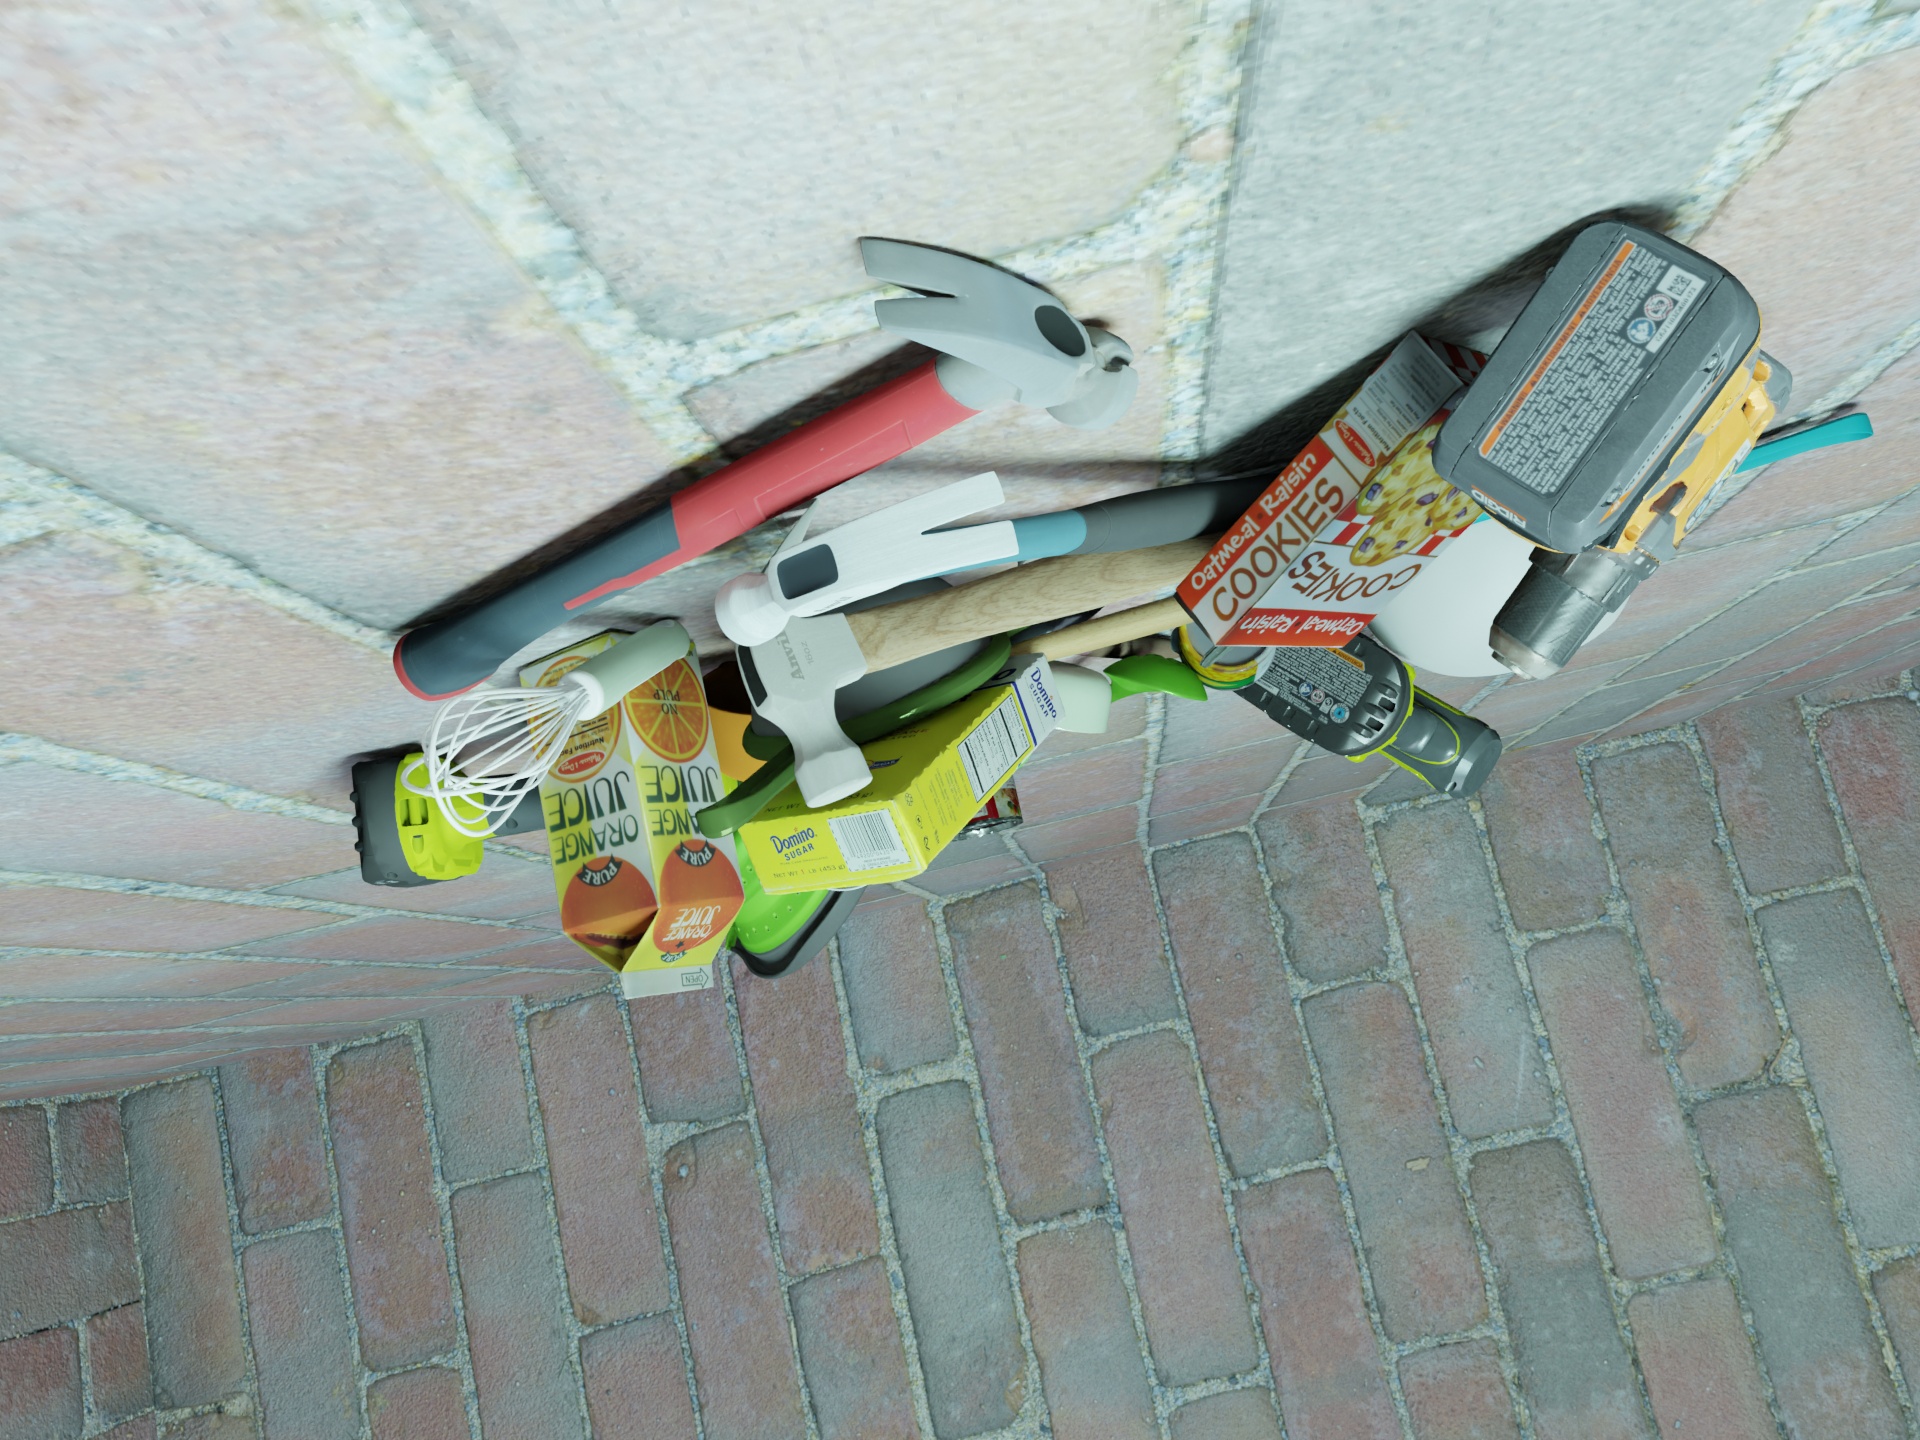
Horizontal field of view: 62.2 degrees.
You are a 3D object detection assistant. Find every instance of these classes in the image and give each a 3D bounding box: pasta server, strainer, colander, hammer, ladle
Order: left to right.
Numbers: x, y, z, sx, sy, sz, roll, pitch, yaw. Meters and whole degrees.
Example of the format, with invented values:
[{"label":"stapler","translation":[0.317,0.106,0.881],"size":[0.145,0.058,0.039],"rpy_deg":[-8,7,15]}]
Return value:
[{"label":"hammer","translation":[-0.124,-0.082,0.652],"size":[0.386,0.038,0.143],"rpy_deg":[-20,166,34]},{"label":"strainer","translation":[-0.072,-0.021,0.784],"size":[0.151,0.069,0.256],"rpy_deg":[-14,-165,25]},{"label":"colander","translation":[-0.096,0.061,1.183],"size":[0.094,0.205,0.397],"rpy_deg":[31,141,-26]},{"label":"hammer","translation":[0.039,-0.066,0.782],"size":[0.331,0.130,0.031],"rpy_deg":[-19,169,-33]},{"label":"hammer","translation":[0.056,-0.087,0.728],"size":[0.331,0.033,0.128],"rpy_deg":[-15,178,-41]},{"label":"pasta server","translation":[0.090,-0.057,1.059],"size":[0.060,0.040,0.316],"rpy_deg":[-28,168,25]},{"label":"ladle","translation":[0.158,-0.074,0.918],"size":[0.315,0.031,0.069],"rpy_deg":[-17,166,-24]},{"label":"strainer","translation":[0.419,-0.100,1.043],"size":[0.340,0.095,0.211],"rpy_deg":[-18,168,32]}]

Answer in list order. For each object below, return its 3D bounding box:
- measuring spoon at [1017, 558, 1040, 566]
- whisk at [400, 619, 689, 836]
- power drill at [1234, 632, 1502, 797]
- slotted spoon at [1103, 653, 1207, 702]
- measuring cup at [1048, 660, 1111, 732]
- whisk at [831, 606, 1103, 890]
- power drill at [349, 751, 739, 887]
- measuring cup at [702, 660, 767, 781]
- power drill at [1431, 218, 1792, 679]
[{"label":"measuring spoon","translation":[0.086,-0.103,0.865],"size":[0.124,0.018,0.034],"rpy_deg":[-16,159,-18]},{"label":"whisk","translation":[-0.182,-0.008,0.747],"size":[0.058,0.059,0.246],"rpy_deg":[-7,-165,16]},{"label":"power drill","translation":[0.281,-0.023,1.169],"size":[0.228,0.191,0.080],"rpy_deg":[17,105,-56]},{"label":"slotted spoon","translation":[0.095,-0.018,1.163],"size":[0.070,0.031,0.314],"rpy_deg":[14,172,-16]},{"label":"measuring cup","translation":[0.045,-0.029,1.064],"size":[0.083,0.038,0.168],"rpy_deg":[7,-169,-22]},{"label":"whisk","translation":[-0.001,-0.003,0.923],"size":[0.284,0.070,0.070],"rpy_deg":[-45,159,15]},{"label":"power drill","translation":[-0.258,0.054,1.026],"size":[0.223,0.080,0.171],"rpy_deg":[-8,173,1]},{"label":"measuring cup","translation":[-0.080,-0.009,0.967],"size":[0.173,0.052,0.095],"rpy_deg":[-19,-150,-39]},{"label":"power drill","translation":[0.282,-0.106,0.706],"size":[0.185,0.084,0.226],"rpy_deg":[-57,152,15]}]
